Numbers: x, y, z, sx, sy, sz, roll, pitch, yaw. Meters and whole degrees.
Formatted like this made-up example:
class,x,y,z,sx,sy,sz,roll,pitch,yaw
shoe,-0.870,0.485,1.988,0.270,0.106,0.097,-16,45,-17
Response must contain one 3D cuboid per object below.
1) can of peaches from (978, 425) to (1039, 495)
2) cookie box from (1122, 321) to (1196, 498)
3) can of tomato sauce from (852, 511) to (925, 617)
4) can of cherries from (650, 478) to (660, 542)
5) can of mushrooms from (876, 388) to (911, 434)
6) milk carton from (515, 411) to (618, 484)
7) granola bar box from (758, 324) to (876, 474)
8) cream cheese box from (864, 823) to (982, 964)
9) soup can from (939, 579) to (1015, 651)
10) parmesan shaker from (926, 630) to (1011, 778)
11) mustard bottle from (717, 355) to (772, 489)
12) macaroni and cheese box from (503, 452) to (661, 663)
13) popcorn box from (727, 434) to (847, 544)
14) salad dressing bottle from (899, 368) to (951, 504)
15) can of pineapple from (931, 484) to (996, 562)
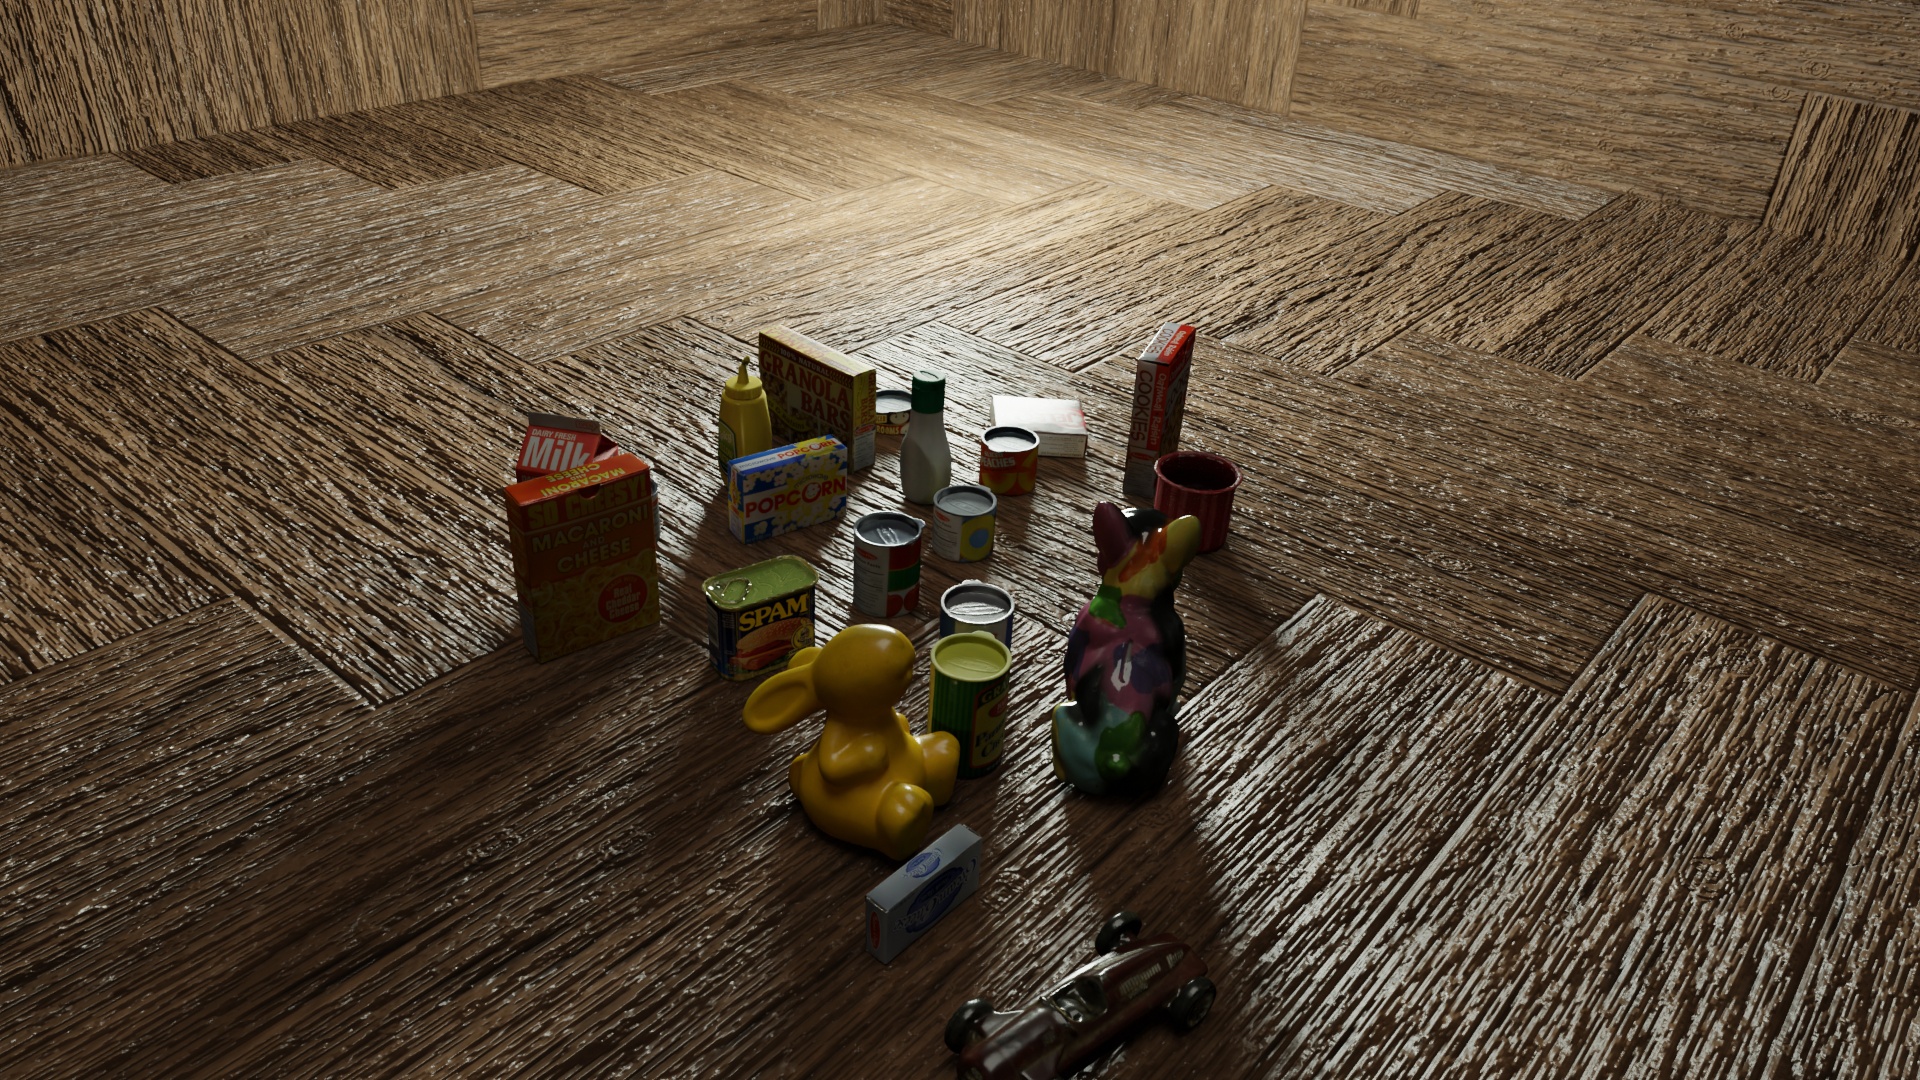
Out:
class,x,y,z,sx,sy,sz,roll,pitch,yaw
can of peaches,0.053,-0.090,1.572,0.071,0.057,0.071,3,31,-1
cookie box,0.227,-0.150,1.584,0.040,0.166,0.123,14,32,17
can of tomato sauce,-0.070,0.023,1.348,0.071,0.082,0.071,3,31,-1
can of cherries,-0.346,-0.029,1.430,0.071,0.058,0.072,3,31,-1
can of mushrooms,-0.085,-0.156,1.691,0.071,0.033,0.071,3,31,-1
milk carton,-0.365,-0.032,1.306,0.072,0.189,0.074,8,31,7
granola bar box,-0.168,-0.165,1.610,0.166,0.123,0.039,28,39,35
cream cheese box,-0.027,0.253,1.000,0.024,0.053,0.104,26,38,32
soup can,0.013,0.089,1.247,0.071,0.083,0.072,3,31,-1
parmesan shaker,0.007,0.136,1.150,0.071,0.102,0.071,3,31,-1
mustard bottle,-0.235,-0.127,1.506,0.049,0.159,0.065,-19,37,-32
macaroni and cheese box,-0.337,0.016,1.253,0.124,0.165,0.040,-21,38,-34
popcorn box,-0.182,-0.055,1.463,0.127,0.084,0.038,-18,37,-31
salad dressing bottle,-0.037,-0.113,1.515,0.044,0.146,0.064,-24,40,-37
can of pineapple,0.005,-0.018,1.448,0.071,0.057,0.071,3,31,-1
